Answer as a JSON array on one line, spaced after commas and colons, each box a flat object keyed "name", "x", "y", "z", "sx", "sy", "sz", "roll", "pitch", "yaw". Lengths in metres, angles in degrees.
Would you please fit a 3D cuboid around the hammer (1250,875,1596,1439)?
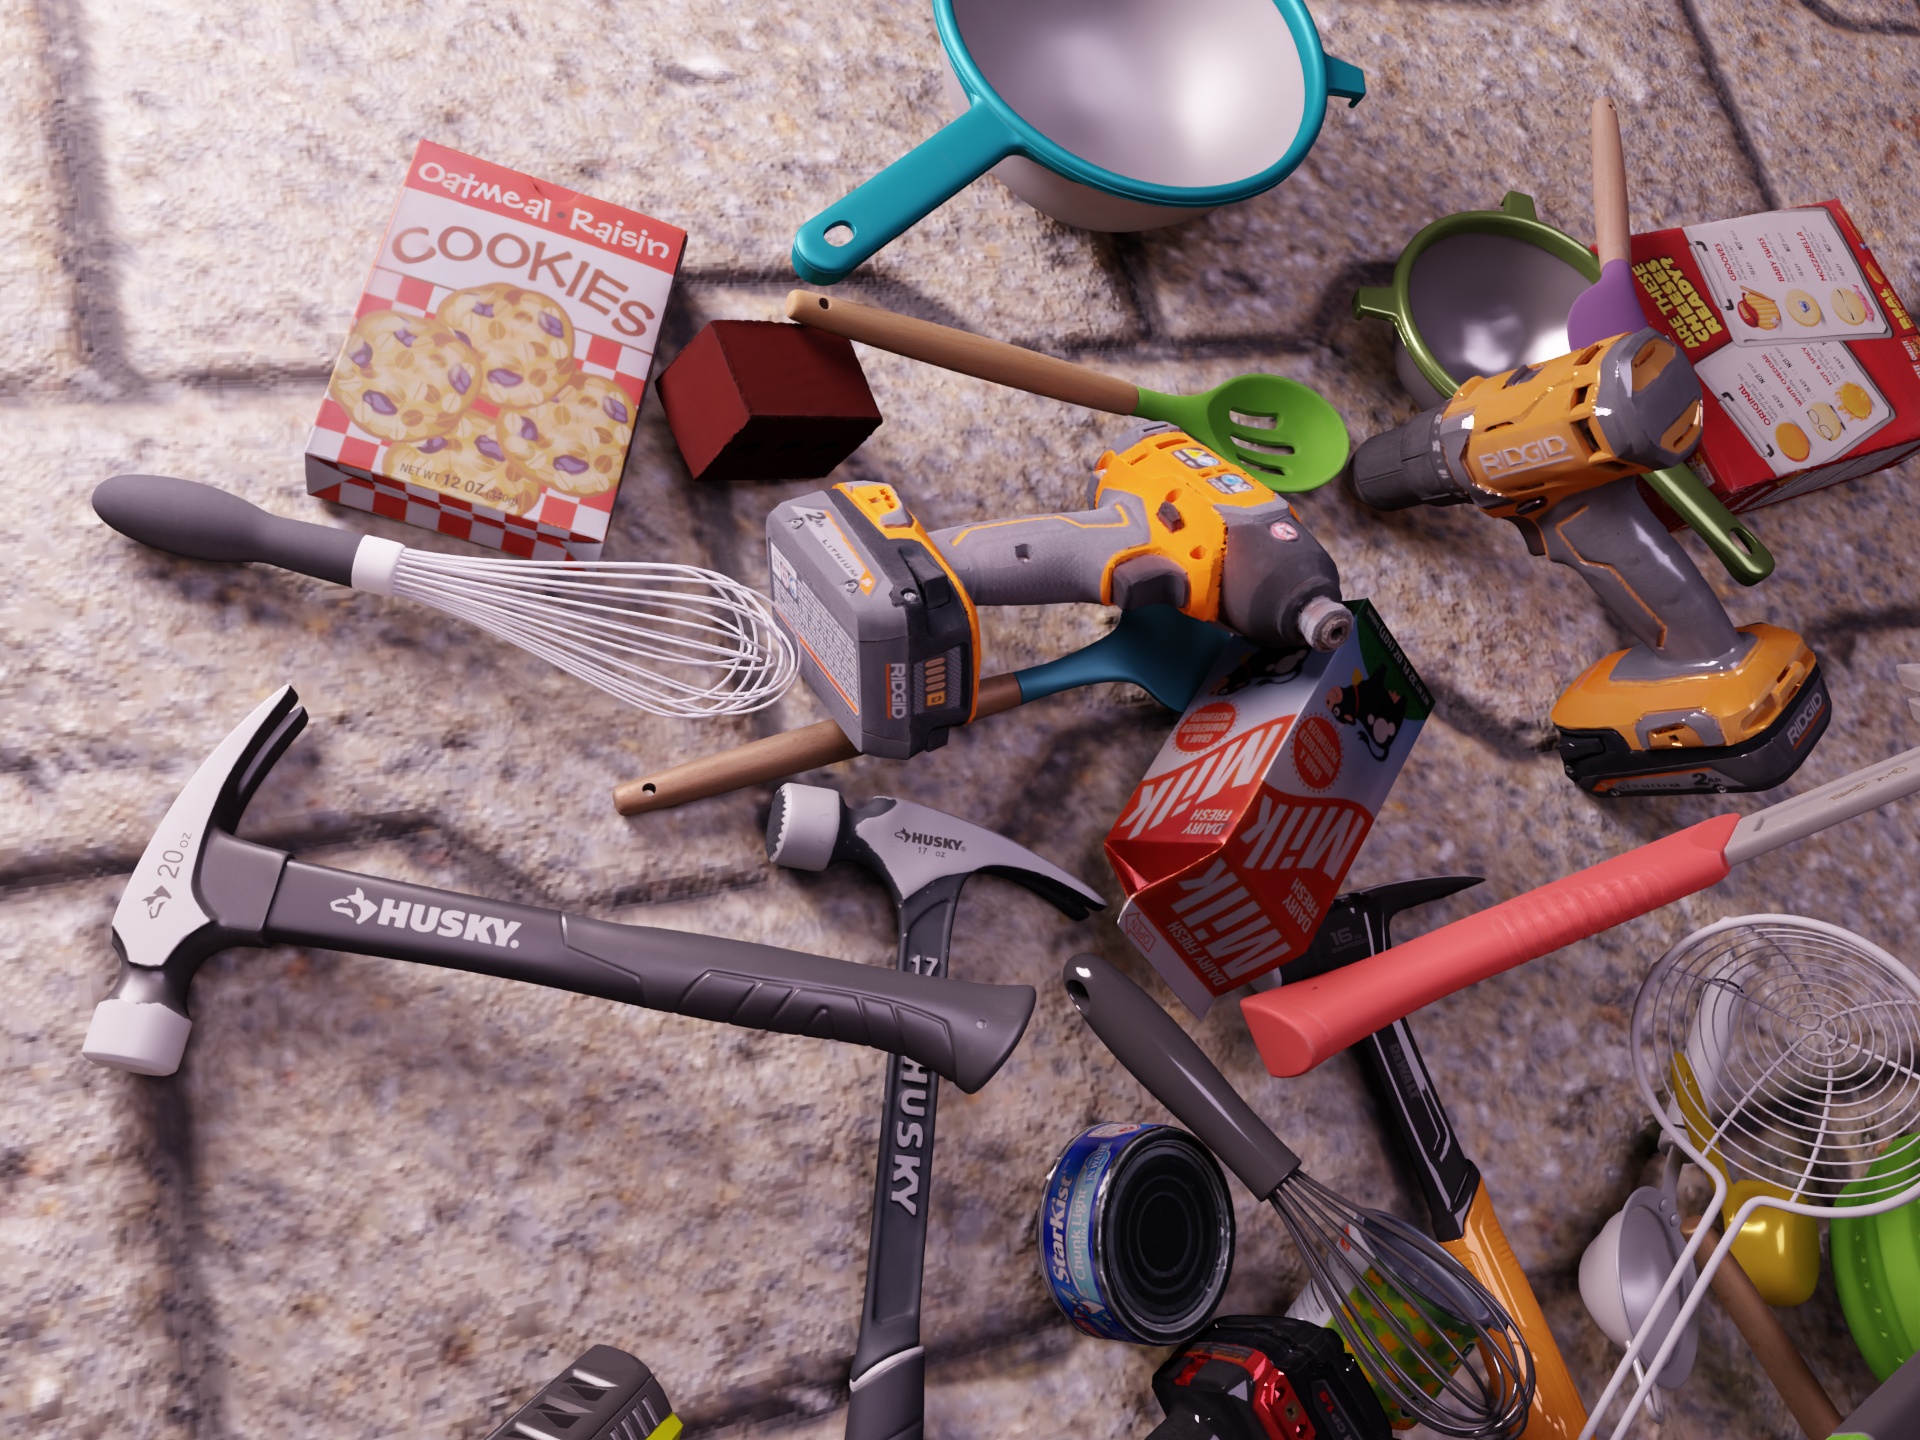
[{"name": "hammer", "x": 0.236, "y": 0.236, "z": 0.709, "sx": 0.127, "sy": 0.034, "sz": 0.337, "roll": -13, "pitch": 76, "yaw": -23}]

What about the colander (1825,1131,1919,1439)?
[{"name": "colander", "x": 0.416, "y": 0.268, "z": 0.685, "sx": 0.397, "sy": 0.094, "sz": 0.205, "roll": -5, "pitch": 71, "yaw": -41}]

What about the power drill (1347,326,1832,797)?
[{"name": "power drill", "x": 0.305, "y": -0.072, "z": 0.794, "sx": 0.084, "sy": 0.185, "sz": 0.226, "roll": -41, "pitch": 107, "yaw": -28}]

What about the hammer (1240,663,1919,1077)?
[{"name": "hammer", "x": 0.291, "y": 0.065, "z": 0.681, "sx": 0.359, "sy": 0.149, "sz": 0.036, "roll": -23, "pitch": 99, "yaw": 3}]

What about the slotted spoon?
[{"name": "slotted spoon", "x": 0.061, "y": -0.163, "z": 0.769, "sx": 0.313, "sy": 0.031, "sz": 0.070, "roll": 8, "pitch": 67, "yaw": -29}]

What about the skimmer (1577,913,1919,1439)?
[{"name": "skimmer", "x": 0.268, "y": 0.250, "z": 0.631, "sx": 0.127, "sy": 0.090, "sz": 0.363, "roll": 28, "pitch": 81, "yaw": 35}]

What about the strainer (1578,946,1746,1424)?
[{"name": "strainer", "x": 0.338, "y": 0.209, "z": 0.754, "sx": 0.086, "sy": 0.050, "sz": 0.258, "roll": 52, "pitch": 53, "yaw": -23}]

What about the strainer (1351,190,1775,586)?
[{"name": "strainer", "x": 0.328, "y": -0.160, "z": 0.862, "sx": 0.151, "sy": 0.069, "sz": 0.256, "roll": -36, "pitch": 79, "yaw": -25}]

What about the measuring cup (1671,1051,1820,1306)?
[{"name": "measuring cup", "x": 0.361, "y": 0.208, "z": 0.729, "sx": 0.156, "sy": 0.029, "sz": 0.062, "roll": 58, "pitch": 47, "yaw": -25}]

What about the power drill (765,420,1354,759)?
[{"name": "power drill", "x": 0.048, "y": -0.058, "z": 0.685, "sx": 0.226, "sy": 0.084, "sz": 0.164, "roll": -15, "pitch": 37, "yaw": -21}]

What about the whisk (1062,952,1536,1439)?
[{"name": "whisk", "x": 0.124, "y": 0.177, "z": 0.616, "sx": 0.055, "sy": 0.055, "sz": 0.239, "roll": -33, "pitch": 65, "yaw": -27}]

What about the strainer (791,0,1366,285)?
[{"name": "strainer", "x": 0.034, "y": -0.290, "z": 0.800, "sx": 0.211, "sy": 0.095, "sz": 0.340, "roll": 45, "pitch": 64, "yaw": 4}]

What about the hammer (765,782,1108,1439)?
[{"name": "hammer", "x": -0.022, "y": 0.229, "z": 0.617, "sx": 0.149, "sy": 0.036, "sz": 0.409, "roll": 11, "pitch": 68, "yaw": -17}]

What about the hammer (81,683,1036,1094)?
[{"name": "hammer", "x": -0.136, "y": 0.084, "z": 0.602, "sx": 0.334, "sy": 0.035, "sz": 0.146, "roll": 11, "pitch": 67, "yaw": -6}]

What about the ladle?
[{"name": "ladle", "x": 0.418, "y": 0.352, "z": 0.698, "sx": 0.078, "sy": 0.062, "sz": 0.320, "roll": -34, "pitch": 92, "yaw": -39}]

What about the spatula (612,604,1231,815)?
[{"name": "spatula", "x": -0.001, "y": -0.002, "z": 0.719, "sx": 0.317, "sy": 0.044, "sz": 0.082, "roll": -15, "pitch": 77, "yaw": -20}]

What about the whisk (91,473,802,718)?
[{"name": "whisk", "x": -0.204, "y": -0.054, "z": 0.649, "sx": 0.284, "sy": 0.070, "sz": 0.070, "roll": 14, "pitch": 66, "yaw": -9}]

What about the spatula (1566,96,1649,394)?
[{"name": "spatula", "x": 0.354, "y": -0.260, "z": 0.866, "sx": 0.059, "sy": 0.018, "sz": 0.316, "roll": 26, "pitch": 49, "yaw": -9}]

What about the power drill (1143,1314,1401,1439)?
[{"name": "power drill", "x": 0.071, "y": 0.330, "z": 0.573, "sx": 0.219, "sy": 0.078, "sz": 0.143, "roll": -27, "pitch": 86, "yaw": -32}]

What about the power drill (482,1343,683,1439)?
[{"name": "power drill", "x": -0.080, "y": 0.317, "z": 0.489, "sx": 0.228, "sy": 0.190, "sz": 0.080, "roll": 49, "pitch": 21, "yaw": 7}]
